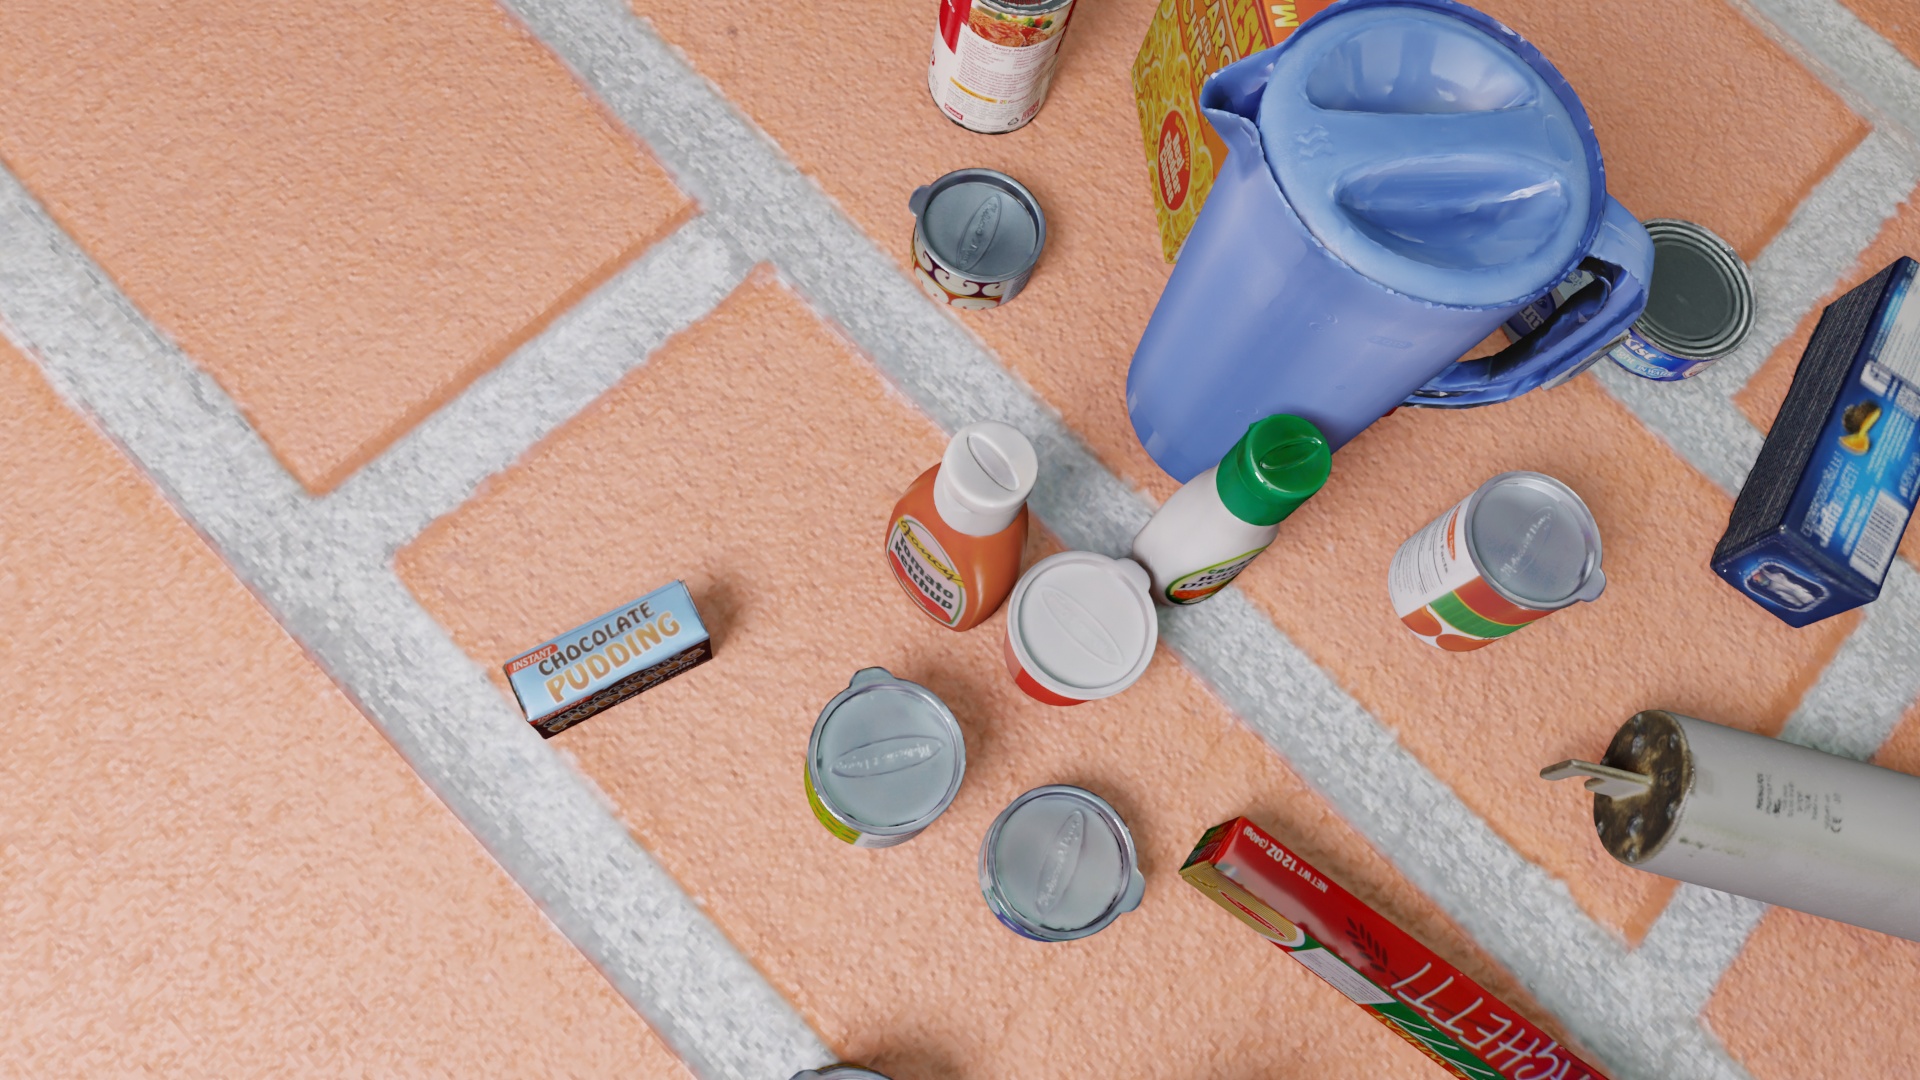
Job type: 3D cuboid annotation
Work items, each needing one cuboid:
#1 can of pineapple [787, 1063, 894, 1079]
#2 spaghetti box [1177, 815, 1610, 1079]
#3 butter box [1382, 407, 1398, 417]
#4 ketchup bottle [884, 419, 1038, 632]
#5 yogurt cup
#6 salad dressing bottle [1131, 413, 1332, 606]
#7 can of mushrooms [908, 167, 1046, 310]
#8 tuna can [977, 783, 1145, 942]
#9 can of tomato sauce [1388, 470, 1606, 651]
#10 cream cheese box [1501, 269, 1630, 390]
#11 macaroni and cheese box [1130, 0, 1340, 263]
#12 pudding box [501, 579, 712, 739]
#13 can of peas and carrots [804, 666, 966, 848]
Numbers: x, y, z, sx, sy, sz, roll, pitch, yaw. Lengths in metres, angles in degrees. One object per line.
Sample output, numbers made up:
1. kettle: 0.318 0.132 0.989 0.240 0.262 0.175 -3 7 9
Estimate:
1. can of pineapple: -0.046 0.241 0.550 0.071 0.057 0.071 3 71 -8
2. spaghetti box: 0.210 0.207 0.606 0.250 0.050 0.029 35 70 4
3. butter box: 0.208 -0.120 0.717 0.024 0.053 0.104 -8 73 -11
4. ketchup bottle: 0.002 -0.007 0.595 0.044 0.148 0.065 -38 81 -18
5. yogurt cup: 0.051 0.044 0.636 0.072 0.053 0.072 3 71 -8
6. salad dressing bottle: 0.119 -0.011 0.615 0.064 0.147 0.044 -19 76 -14
7. can of mushrooms: 0.006 -0.154 0.708 0.071 0.033 0.071 3 71 -8
8. tuna can: 0.044 0.144 0.611 0.071 0.032 0.071 3 71 -8
9. can of tomato sauce: 0.254 0.013 0.662 0.071 0.082 0.071 3 71 -8
10. cream cheese box: 0.304 -0.135 0.737 0.024 0.053 0.104 -25 77 -16
11. macaroni and cheese box: 0.131 -0.231 0.683 0.040 0.166 0.124 -4 72 -10
12. pudding box: -0.151 0.052 0.604 0.084 0.049 0.030 -26 77 -16
13. can of peas and carrots: -0.035 0.095 0.602 0.071 0.058 0.071 3 71 -8
